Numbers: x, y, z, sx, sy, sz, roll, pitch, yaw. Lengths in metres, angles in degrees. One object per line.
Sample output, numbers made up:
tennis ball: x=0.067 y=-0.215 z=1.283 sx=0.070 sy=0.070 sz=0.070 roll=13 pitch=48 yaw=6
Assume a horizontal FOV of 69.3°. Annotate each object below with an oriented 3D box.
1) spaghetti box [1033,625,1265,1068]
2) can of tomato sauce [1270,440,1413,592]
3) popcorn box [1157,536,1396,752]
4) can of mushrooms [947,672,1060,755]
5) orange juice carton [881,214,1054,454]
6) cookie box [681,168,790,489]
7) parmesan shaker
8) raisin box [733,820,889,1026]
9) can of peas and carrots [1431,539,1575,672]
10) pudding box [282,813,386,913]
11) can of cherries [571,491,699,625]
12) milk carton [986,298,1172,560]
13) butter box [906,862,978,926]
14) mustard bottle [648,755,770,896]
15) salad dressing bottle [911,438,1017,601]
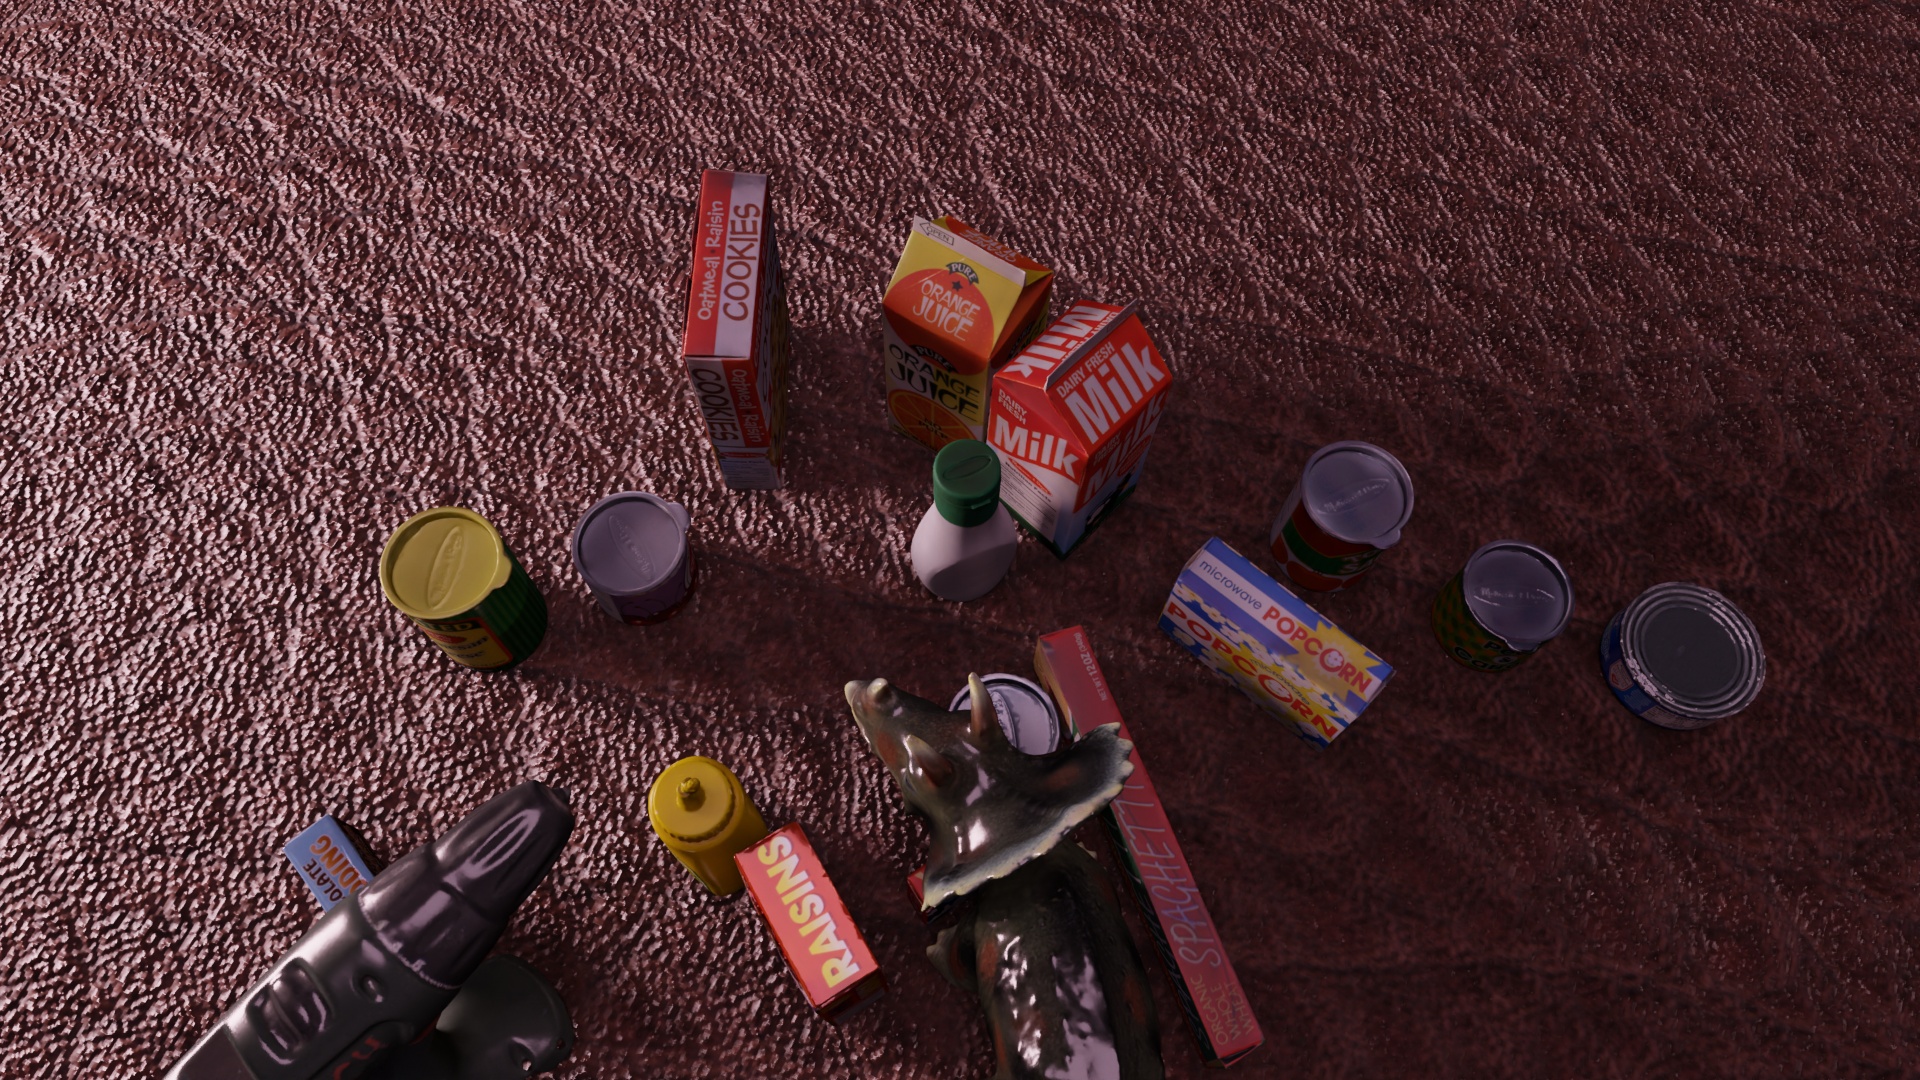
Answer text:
spaghetti box: x=0.101 y=0.168 z=0.779 sx=0.029 sy=0.050 sz=0.251 roll=-19 pitch=69 yaw=-9
can of tomato sauce: x=0.230 y=-0.011 z=0.842 sx=0.071 sy=0.082 sz=0.071 roll=1 pitch=67 yaw=-1
popcorn box: x=0.179 y=0.061 z=0.808 sx=0.127 sy=0.085 sz=0.038 roll=38 pitch=71 yaw=14
can of mushrooms: x=0.021 y=0.114 z=0.810 sx=0.071 sy=0.033 sz=0.071 roll=1 pitch=67 yaw=-1
orange juice carton: x=0.003 y=-0.121 z=0.824 sx=0.072 sy=0.192 sz=0.073 roll=30 pitch=70 yaw=11
cookie box: x=-0.131 y=-0.121 z=0.834 sx=0.040 sy=0.166 sz=0.123 roll=1 pitch=67 yaw=-1
parmesan shaker: x=-0.280 y=0.032 z=0.799 sx=0.071 sy=0.102 sz=0.071 roll=1 pitch=67 yaw=-1
raisin box: x=-0.076 y=0.201 z=0.720 sx=0.040 sy=0.123 sz=0.086 roll=-28 pitch=71 yaw=-13
can of peas and carrots: x=0.325 y=0.043 z=0.835 sx=0.071 sy=0.058 sz=0.071 roll=1 pitch=67 yaw=-1
pudding box: x=-0.328 y=0.193 z=0.757 sx=0.030 sy=0.049 sz=0.084 roll=-38 pitch=73 yaw=-16
can of cherries: x=-0.191 y=0.011 z=0.834 sx=0.071 sy=0.058 sz=0.072 roll=1 pitch=67 yaw=-1
milk carton: x=0.066 y=-0.069 z=0.804 sx=0.073 sy=0.189 sz=0.072 roll=42 pitch=72 yaw=15
butter box: x=0.018 y=0.173 z=0.773 sx=0.104 sy=0.053 sz=0.024 roll=-31 pitch=71 yaw=-14
mustard bottle: x=-0.134 y=0.144 z=0.724 sx=0.049 sy=0.159 sz=0.065 roll=-39 pitch=73 yaw=-16
salad dressing bottle: x=0.003 y=-0.010 z=0.800 sx=0.064 sy=0.147 sz=0.044 roll=-22 pitch=69 yaw=-10
